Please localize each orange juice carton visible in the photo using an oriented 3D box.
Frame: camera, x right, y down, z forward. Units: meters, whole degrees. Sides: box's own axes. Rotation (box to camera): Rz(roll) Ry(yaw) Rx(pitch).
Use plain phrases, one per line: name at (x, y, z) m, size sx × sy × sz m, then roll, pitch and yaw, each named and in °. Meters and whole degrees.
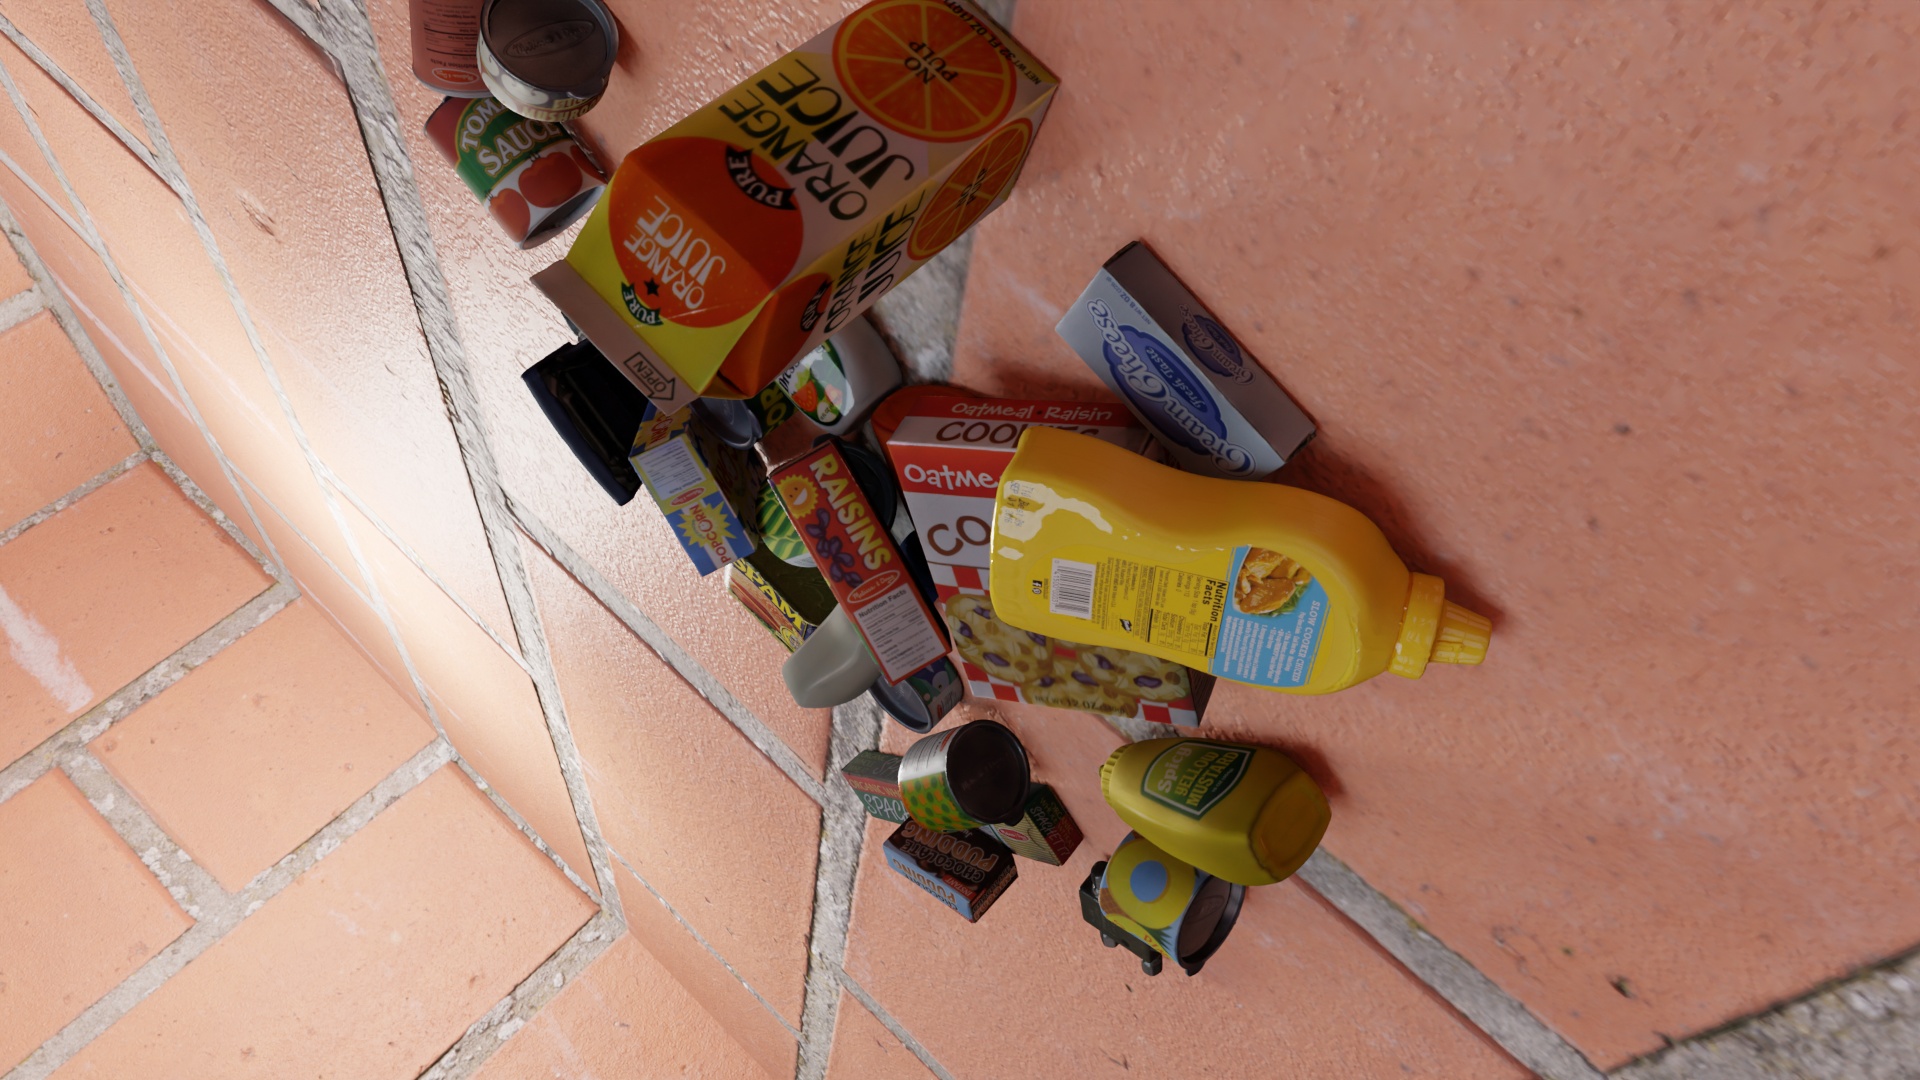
orange juice carton at (-0.059, -0.122, 0.507) m, size 0.072 × 0.193 × 0.072 m, roll 44°, pitch 153°, yaw 7°

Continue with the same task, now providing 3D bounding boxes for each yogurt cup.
yogurt cup at (-0.263, -0.277, 0.744) m, size 0.072 × 0.073 × 0.053 m, roll 34°, pitch 141°, yaw 25°

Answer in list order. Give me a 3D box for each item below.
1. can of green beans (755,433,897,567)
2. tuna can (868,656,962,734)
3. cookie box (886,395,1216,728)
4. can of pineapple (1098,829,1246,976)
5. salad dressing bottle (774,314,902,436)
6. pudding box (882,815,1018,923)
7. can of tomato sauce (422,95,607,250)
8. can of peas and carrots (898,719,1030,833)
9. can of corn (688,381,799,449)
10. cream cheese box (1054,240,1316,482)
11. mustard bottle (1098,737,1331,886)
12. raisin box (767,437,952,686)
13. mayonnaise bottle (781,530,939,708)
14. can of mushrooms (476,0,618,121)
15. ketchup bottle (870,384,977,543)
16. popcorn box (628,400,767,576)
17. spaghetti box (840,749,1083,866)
can of green beans at (-0.079, -0.020, 0.803) m, size 0.071 × 0.071 × 0.057 m, roll 55°, pitch 152°, yaw -11°
tuna can at (-0.034, 0.091, 0.916) m, size 0.071 × 0.033 × 0.070 m, roll 35°, pitch 149°, yaw 24°
cookie box at (0.047, 0.010, 0.653) m, size 0.123 × 0.040 × 0.166 m, roll 5°, pitch 133°, yaw 27°
can of pineapple at (0.121, 0.204, 0.798) m, size 0.058 × 0.071 × 0.070 m, roll 24°, pitch 144°, yaw 39°
salad dressing bottle at (-0.095, -0.122, 0.719) m, size 0.147 × 0.044 × 0.064 m, roll 48°, pitch 139°, yaw 2°
pudding box at (-0.008, 0.222, 0.961) m, size 0.084 × 0.050 × 0.030 m, roll 26°, pitch 144°, yaw 35°
can of tomato sauce at (-0.255, -0.220, 0.800) m, size 0.083 × 0.071 × 0.071 m, roll 52°, pitch 152°, yaw -8°
can of peas and carrots at (0.003, 0.155, 0.897) m, size 0.071 × 0.071 × 0.058 m, roll 53°, pitch 141°, yaw -9°
can of corn at (-0.114, -0.092, 0.770) m, size 0.071 × 0.058 × 0.070 m, roll 35°, pitch 149°, yaw 25°
cream cheese box at (0.088, -0.065, 0.553) m, size 0.104 × 0.024 × 0.053 m, roll 47°, pitch 154°, yaw 3°
mustard bottle at (0.116, 0.133, 0.723) m, size 0.048 × 0.065 × 0.160 m, roll 55°, pitch 156°, yaw -20°
raisin box at (-0.052, 0.008, 0.725) m, size 0.123 × 0.040 × 0.086 m, roll 61°, pitch -179°, yaw -6°
mayonnaise bottle at (-0.050, 0.048, 0.830) m, size 0.147 × 0.065 × 0.041 m, roll -49°, pitch 63°, yaw 41°
can of mushrooms at (-0.207, -0.245, 0.699) m, size 0.071 × 0.071 × 0.033 m, roll 50°, pitch 153°, yaw -4°
ketchup bottle at (0.003, -0.009, 0.724) m, size 0.065 × 0.044 × 0.148 m, roll 16°, pitch 139°, yaw 39°
popcorn box at (-0.155, -0.047, 0.837) m, size 0.127 × 0.038 × 0.085 m, roll -99°, pitch -16°, yaw -64°
spaghetti box at (-0.007, 0.190, 1.007) m, size 0.249 × 0.029 × 0.050 m, roll -3°, pitch 124°, yaw 56°
